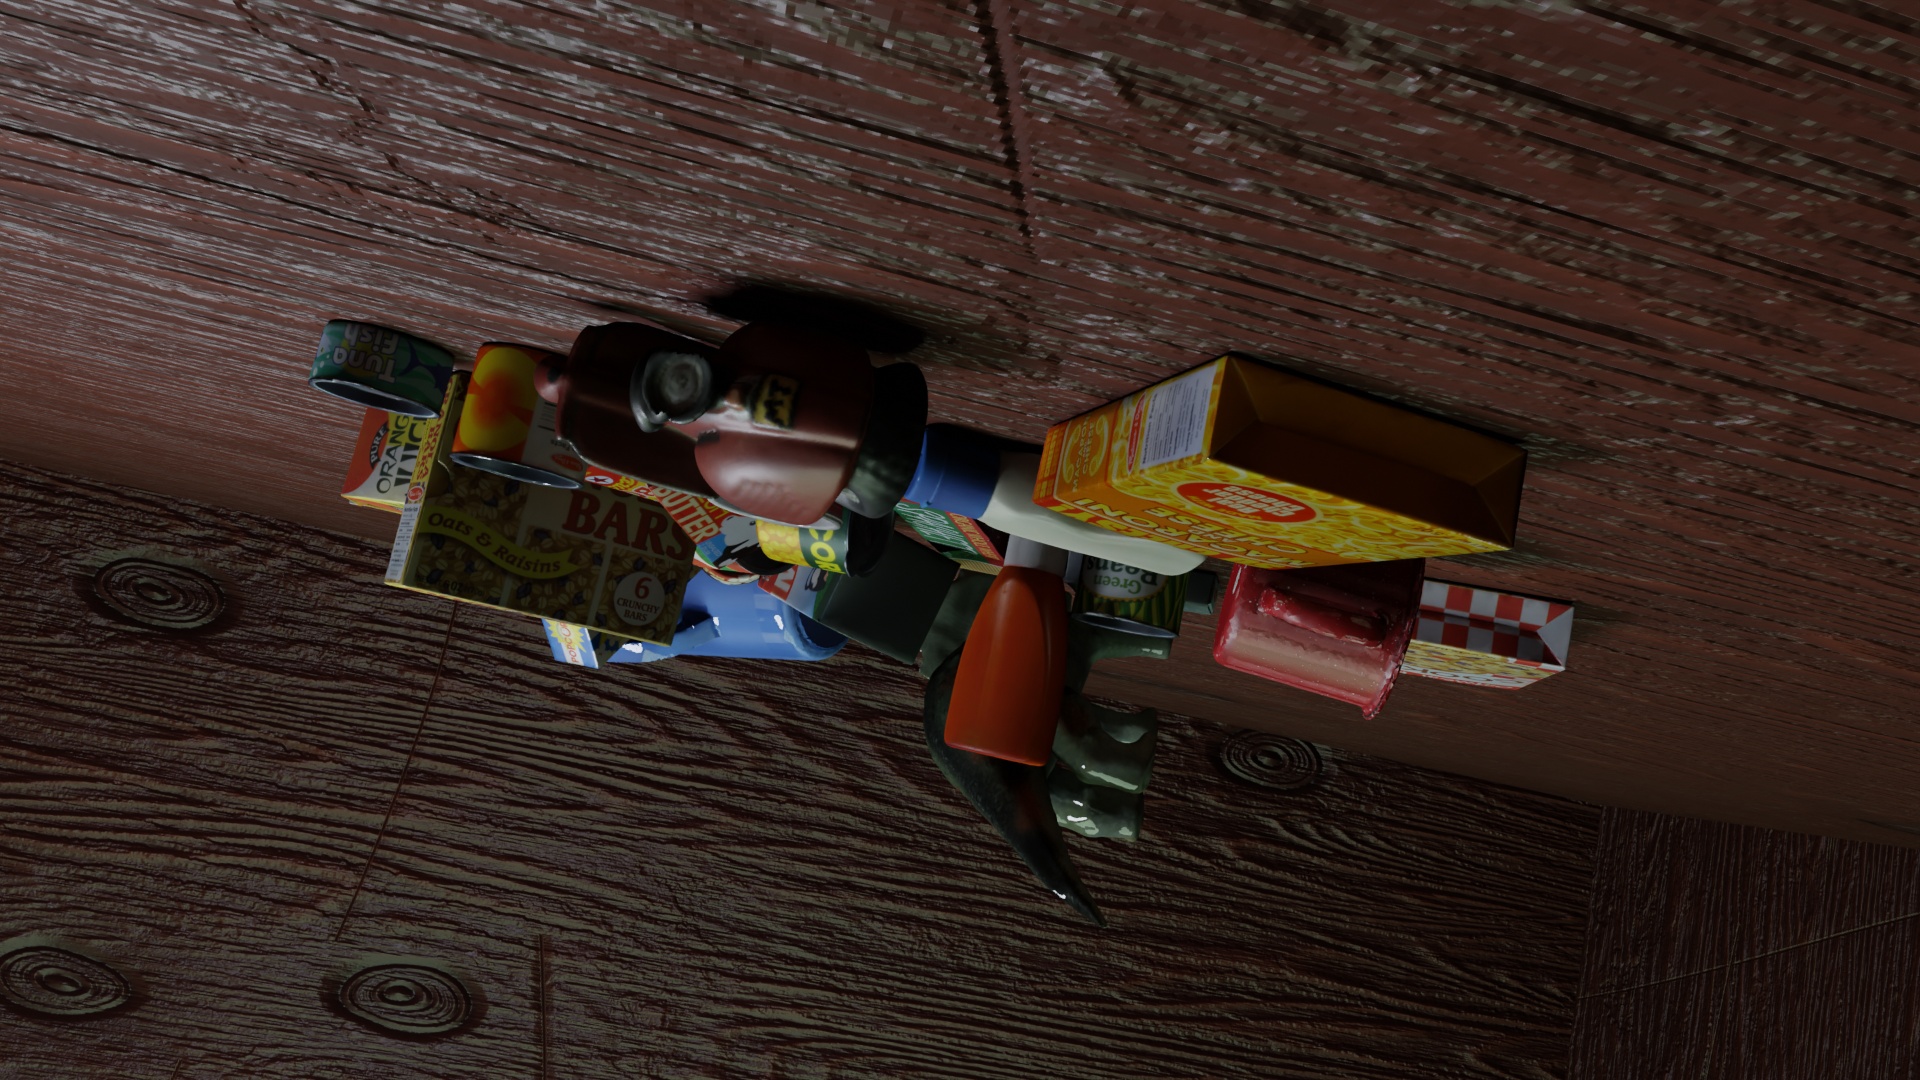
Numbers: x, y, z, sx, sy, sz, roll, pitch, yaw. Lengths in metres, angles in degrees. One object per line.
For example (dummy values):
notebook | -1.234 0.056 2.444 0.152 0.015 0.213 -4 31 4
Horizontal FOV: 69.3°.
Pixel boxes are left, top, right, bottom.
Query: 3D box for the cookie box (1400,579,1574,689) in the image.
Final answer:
cookie box | 0.296 0.059 0.861 0.123 0.040 0.167 10 172 14

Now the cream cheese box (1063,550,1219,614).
cream cheese box | 0.126 0.030 0.968 0.104 0.024 0.053 10 171 15

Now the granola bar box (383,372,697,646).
granola bar box | -0.236 -0.015 0.820 0.165 0.124 0.039 17 170 -35

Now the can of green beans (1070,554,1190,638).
can of green beans | 0.104 0.024 0.833 0.071 0.058 0.071 12 172 2

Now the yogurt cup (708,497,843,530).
yogurt cup | -0.086 -0.039 0.684 0.072 0.054 0.072 11 172 2

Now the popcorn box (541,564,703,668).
popcorn box | -0.230 0.014 0.936 0.038 0.127 0.084 11 128 24

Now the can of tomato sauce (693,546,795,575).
can of tomato sauce | -0.147 -0.014 0.914 0.071 0.071 0.083 18 171 -36

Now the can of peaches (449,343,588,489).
can of peaches | -0.219 -0.062 0.701 0.071 0.058 0.071 12 173 2

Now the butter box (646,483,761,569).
butter box | -0.136 -0.025 0.782 0.053 0.024 0.103 -28 150 0

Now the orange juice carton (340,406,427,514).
orange juice carton | -0.332 -0.050 0.903 0.192 0.072 0.073 6 169 34

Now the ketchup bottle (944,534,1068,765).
ketchup bottle | 0.035 0.055 0.820 0.065 0.149 0.043 8 171 28

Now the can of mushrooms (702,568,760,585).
can of mushrooms | -0.167 0.000 1.028 0.071 0.071 0.033 13 170 -10

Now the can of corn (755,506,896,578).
can of corn | -0.076 -0.014 0.784 0.058 0.071 0.071 10 172 19

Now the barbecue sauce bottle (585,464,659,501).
barbecue sauce bottle | -0.164 -0.042 0.812 0.064 0.044 0.148 -10 159 42

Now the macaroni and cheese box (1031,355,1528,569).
macaroni and cheese box | 0.115 -0.023 0.548 0.124 0.040 0.166 15 171 -16

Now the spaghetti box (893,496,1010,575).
spaghetti box | 0.003 -0.011 0.846 0.050 0.029 0.249 11 172 11

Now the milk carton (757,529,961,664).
milk carton | -0.078 0.021 0.935 0.072 0.073 0.190 27 176 -23

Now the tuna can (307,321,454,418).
tuna can | -0.302 -0.089 0.724 0.071 0.033 0.071 11 172 2

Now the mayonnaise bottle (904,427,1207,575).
mayonnaise bottle | 0.047 -0.019 0.681 0.148 0.041 0.064 15 170 -15
